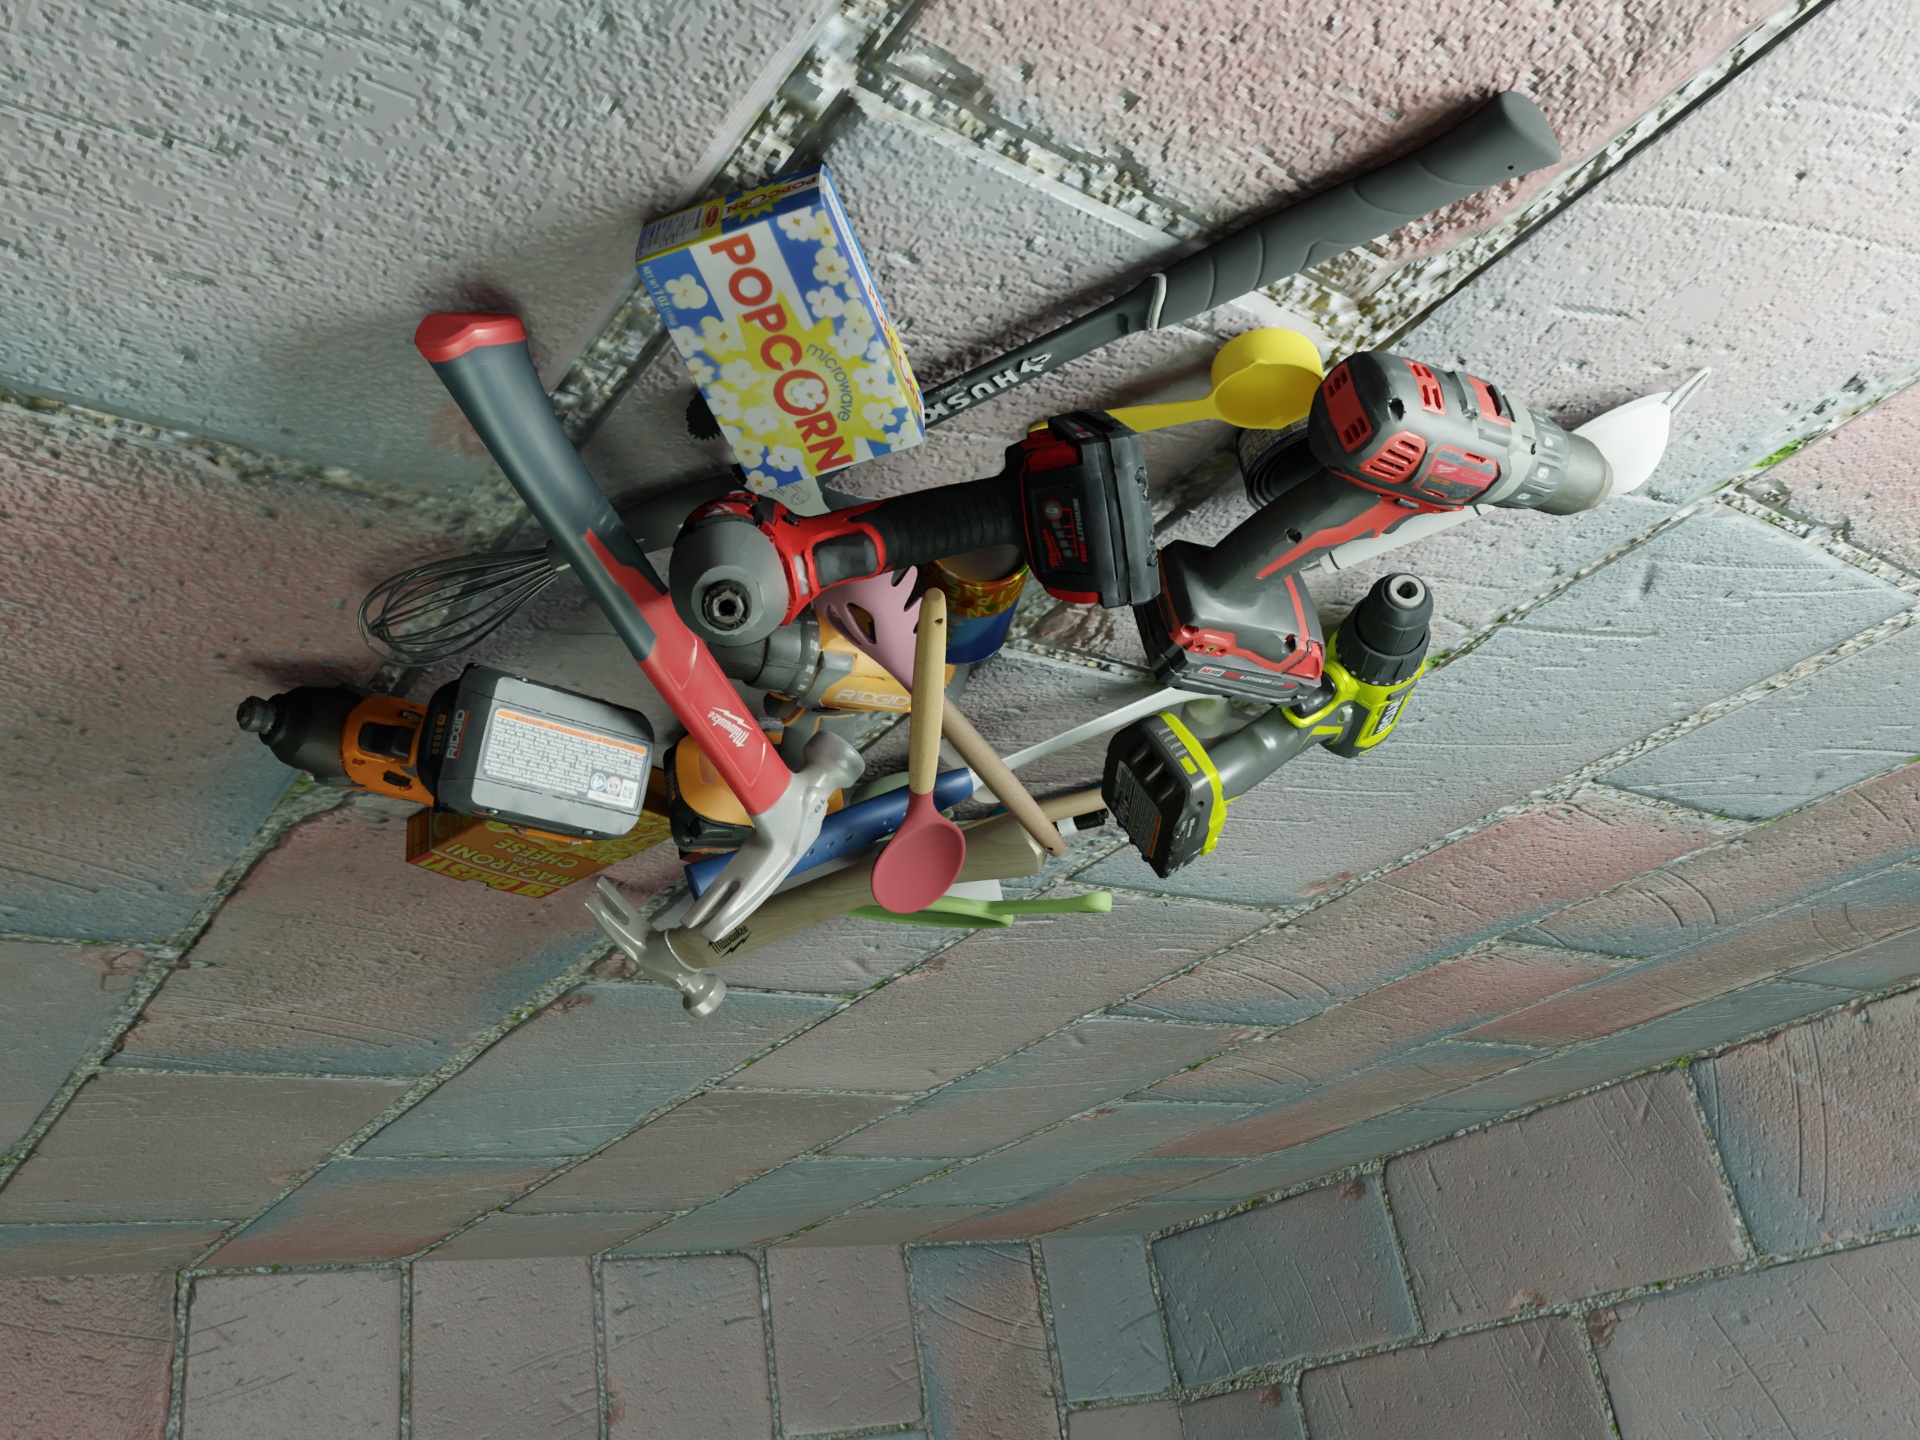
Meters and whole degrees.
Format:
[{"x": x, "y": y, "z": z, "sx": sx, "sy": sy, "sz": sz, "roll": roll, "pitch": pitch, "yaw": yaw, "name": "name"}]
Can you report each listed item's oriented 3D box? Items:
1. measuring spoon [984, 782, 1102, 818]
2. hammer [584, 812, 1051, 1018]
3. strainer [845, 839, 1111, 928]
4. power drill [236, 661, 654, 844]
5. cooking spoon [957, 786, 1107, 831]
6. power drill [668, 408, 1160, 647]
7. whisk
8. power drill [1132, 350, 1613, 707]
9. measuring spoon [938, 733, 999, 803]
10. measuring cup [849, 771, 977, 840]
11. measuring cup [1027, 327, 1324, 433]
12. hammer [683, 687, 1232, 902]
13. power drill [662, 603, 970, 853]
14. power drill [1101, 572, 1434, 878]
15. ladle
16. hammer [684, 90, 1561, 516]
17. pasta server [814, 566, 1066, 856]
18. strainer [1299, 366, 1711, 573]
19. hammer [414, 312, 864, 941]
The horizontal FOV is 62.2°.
[{"x": 0.074, "y": 0.065, "z": 1.281, "sx": 0.128, "sy": 0.021, "sz": 0.042, "roll": -24, "pitch": 151, "yaw": 7, "name": "measuring spoon"}, {"x": -0.109, "y": 0.129, "z": 1.201, "sx": 0.410, "sy": 0.038, "sz": 0.146, "roll": -22, "pitch": 120, "yaw": 34, "name": "hammer"}, {"x": 0.011, "y": 0.123, "z": 1.260, "sx": 0.256, "sy": 0.069, "sz": 0.151, "roll": -7, "pitch": 163, "yaw": 38, "name": "strainer"}, {"x": -0.301, "y": 0.015, "z": 0.914, "sx": 0.226, "sy": 0.084, "sz": 0.164, "roll": 1, "pitch": 167, "yaw": 45, "name": "power drill"}, {"x": 0.121, "y": 0.057, "z": 1.245, "sx": 0.319, "sy": 0.017, "sz": 0.068, "roll": -15, "pitch": 156, "yaw": -3, "name": "cooking spoon"}, {"x": -0.026, "y": -0.083, "z": 0.738, "sx": 0.219, "sy": 0.078, "sz": 0.143, "roll": -10, "pitch": -163, "yaw": -1, "name": "power drill"}, {"x": -0.214, "y": -0.083, "z": 0.852, "sx": 0.239, "sy": 0.055, "sz": 0.055, "roll": -19, "pitch": 152, "yaw": 9, "name": "whisk"}, {"x": 0.219, "y": -0.098, "z": 0.858, "sx": 0.187, "sy": 0.080, "sz": 0.226, "roll": 8, "pitch": 145, "yaw": -32, "name": "power drill"}, {"x": 0.005, "y": 0.029, "z": 1.188, "sx": 0.034, "sy": 0.018, "sz": 0.124, "roll": -19, "pitch": 145, "yaw": 19, "name": "measuring spoon"}, {"x": -0.027, "y": 0.066, "z": 1.233, "sx": 0.083, "sy": 0.038, "sz": 0.167, "roll": -21, "pitch": 167, "yaw": 23, "name": "measuring cup"}, {"x": 0.109, "y": -0.170, "z": 0.822, "sx": 0.156, "sy": 0.029, "sz": 0.062, "roll": -6, "pitch": 156, "yaw": 21, "name": "measuring cup"}, {"x": 0.014, "y": 0.032, "z": 1.045, "sx": 0.405, "sy": 0.035, "sz": 0.144, "roll": -22, "pitch": 155, "yaw": -15, "name": "hammer"}, {"x": -0.122, "y": 0.002, "z": 1.017, "sx": 0.185, "sy": 0.084, "sz": 0.226, "roll": 6, "pitch": 145, "yaw": -30, "name": "power drill"}, {"x": 0.212, "y": -0.001, "z": 1.061, "sx": 0.228, "sy": 0.080, "sz": 0.190, "roll": -30, "pitch": 157, "yaw": -12, "name": "power drill"}, {"x": -0.022, "y": 0.025, "z": 0.926, "sx": 0.069, "sy": 0.031, "sz": 0.315, "roll": -25, "pitch": 151, "yaw": -19, "name": "ladle"}, {"x": 0.077, "y": -0.187, "z": 0.756, "sx": 0.409, "sy": 0.036, "sz": 0.149, "roll": -21, "pitch": 153, "yaw": 21, "name": "hammer"}, {"x": -0.001, "y": -0.003, "z": 0.943, "sx": 0.060, "sy": 0.040, "sz": 0.315, "roll": -1, "pitch": 148, "yaw": 30, "name": "pasta server"}, {"x": 0.317, "y": -0.133, "z": 0.941, "sx": 0.258, "sy": 0.050, "sz": 0.086, "roll": -21, "pitch": 166, "yaw": 29, "name": "strainer"}, {"x": -0.169, "y": -0.039, "z": 0.813, "sx": 0.038, "sy": 0.143, "sz": 0.385, "roll": 22, "pitch": 153, "yaw": 36, "name": "hammer"}]
